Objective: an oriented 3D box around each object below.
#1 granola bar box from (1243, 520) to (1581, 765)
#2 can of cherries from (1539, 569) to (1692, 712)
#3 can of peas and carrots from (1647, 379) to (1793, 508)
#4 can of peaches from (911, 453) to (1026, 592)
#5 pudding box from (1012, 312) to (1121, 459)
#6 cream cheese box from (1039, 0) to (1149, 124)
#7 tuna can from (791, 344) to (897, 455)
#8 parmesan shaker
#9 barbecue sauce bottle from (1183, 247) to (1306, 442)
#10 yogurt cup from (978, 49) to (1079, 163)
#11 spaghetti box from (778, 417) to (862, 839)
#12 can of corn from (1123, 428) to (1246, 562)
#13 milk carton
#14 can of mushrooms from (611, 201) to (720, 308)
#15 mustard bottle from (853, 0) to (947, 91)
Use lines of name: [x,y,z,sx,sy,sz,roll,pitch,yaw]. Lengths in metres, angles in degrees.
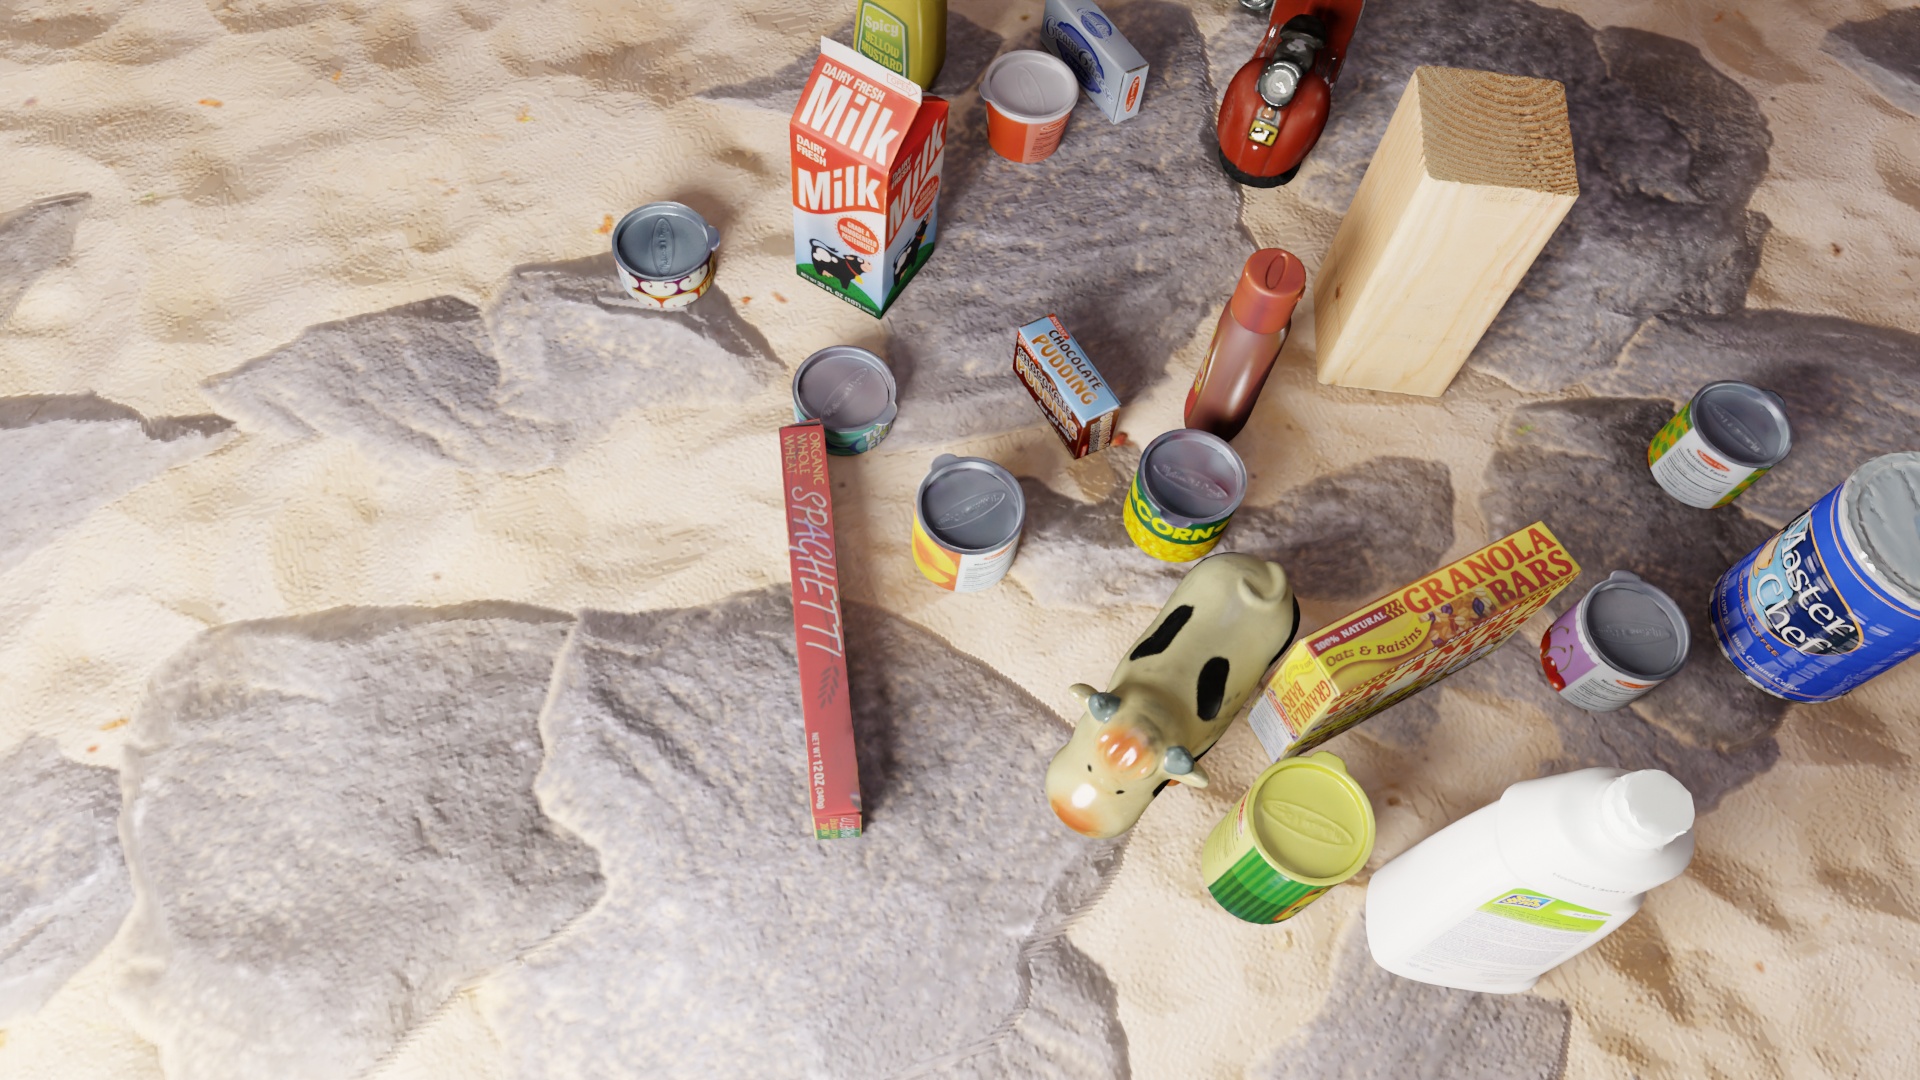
granola bar box: [0.252,0.060,0.792,0.166,0.123,0.039,-24,68,-16]
can of cherries: [0.395,0.062,0.840,0.071,0.058,0.072,2,63,-4]
can of peas and carrots: [0.499,-0.064,0.913,0.071,0.058,0.071,2,63,-4]
can of peaches: [0.003,-0.011,0.845,0.071,0.057,0.071,2,63,-4]
pudding box: [0.068,-0.100,0.901,0.030,0.049,0.084,-25,68,-16]
cream cheese box: [0.098,-0.366,1.038,0.024,0.053,0.104,-28,68,-17]
tuna can: [-0.073,-0.088,0.893,0.071,0.032,0.071,2,63,-4]
parmesan shaker: [0.174,0.161,0.746,0.071,0.102,0.071,2,63,-4]
barbecue sauce bottle: [0.178,-0.122,0.866,0.044,0.148,0.065,23,64,7]
yogurt cup: [0.049,-0.312,1.006,0.072,0.053,0.072,2,63,-4]
spaghetti box: [-0.083,0.047,0.813,0.029,0.050,0.251,-5,63,-7]
can of corn: [0.137,-0.025,0.863,0.071,0.058,0.071,2,63,-4]
milk carton: [-0.058,-0.233,0.880,0.072,0.189,0.074,30,65,10]
can of mushrooms: [-0.197,-0.192,0.936,0.071,0.033,0.071,2,63,-4]
mustard bottle: [-0.041,-0.382,0.975,0.065,0.159,0.049,33,65,12]
